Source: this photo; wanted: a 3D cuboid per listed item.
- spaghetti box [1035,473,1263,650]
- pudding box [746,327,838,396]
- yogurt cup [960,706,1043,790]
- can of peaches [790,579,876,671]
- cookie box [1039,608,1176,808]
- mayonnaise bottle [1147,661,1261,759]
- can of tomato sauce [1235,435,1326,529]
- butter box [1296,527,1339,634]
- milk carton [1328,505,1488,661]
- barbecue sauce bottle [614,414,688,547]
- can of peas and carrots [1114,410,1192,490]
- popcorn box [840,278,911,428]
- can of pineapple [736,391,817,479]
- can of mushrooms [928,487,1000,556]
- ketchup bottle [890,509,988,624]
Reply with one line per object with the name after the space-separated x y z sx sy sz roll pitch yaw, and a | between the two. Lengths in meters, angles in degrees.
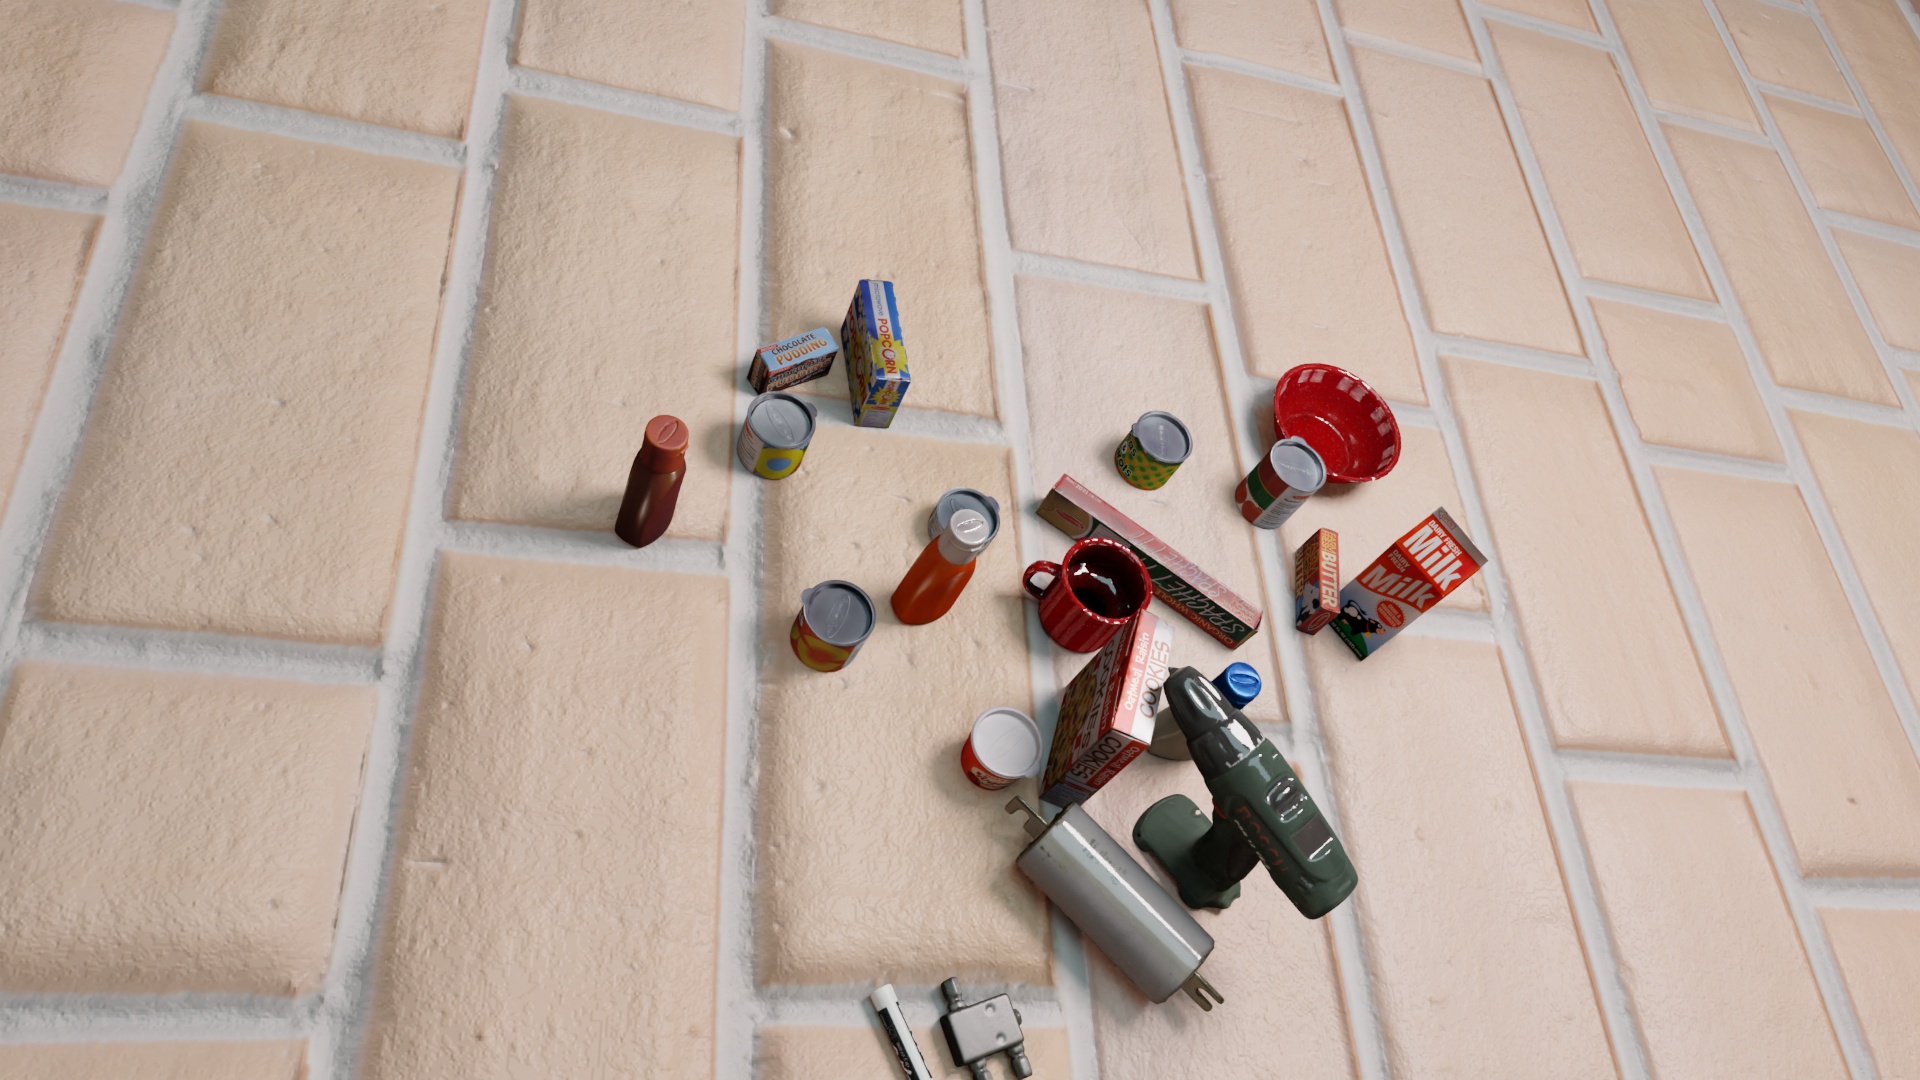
0.192 0.023 1.407 0.250 0.050 0.029 35 54 2 | spaghetti box
-0.168 -0.179 1.390 0.084 0.049 0.030 -24 71 -31 | pudding box
0.034 0.189 1.240 0.072 0.053 0.073 10 57 -16 | yogurt cup
-0.117 0.076 1.248 0.071 0.057 0.071 10 57 -16 | can of peaches
0.128 0.152 1.230 0.040 0.166 0.123 23 55 -7 | cookie box
0.226 0.158 1.277 0.065 0.147 0.041 8 58 -17 | mayonnaise bottle
0.344 -0.062 1.498 0.071 0.082 0.071 10 57 -16 | can of tomato sauce
0.377 0.042 1.466 0.024 0.053 0.104 17 55 -11 | butter box
0.456 0.040 1.414 0.074 0.189 0.072 -29 74 -33 | milk carton
-0.266 -0.054 1.214 0.044 0.147 0.065 32 54 -1 | barbecue sauce bottle
0.203 -0.096 1.479 0.071 0.058 0.071 10 57 -16 | can of peas and carrots
-0.087 -0.189 1.406 0.038 0.084 0.127 1 60 -21 | popcorn box
-0.176 -0.100 1.334 0.071 0.057 0.071 10 57 -16 | can of pineapple
0.005 -0.017 1.368 0.071 0.033 0.071 10 57 -16 | can of mushrooms
-0.014 0.025 1.264 0.065 0.148 0.043 -18 68 -29 | ketchup bottle
